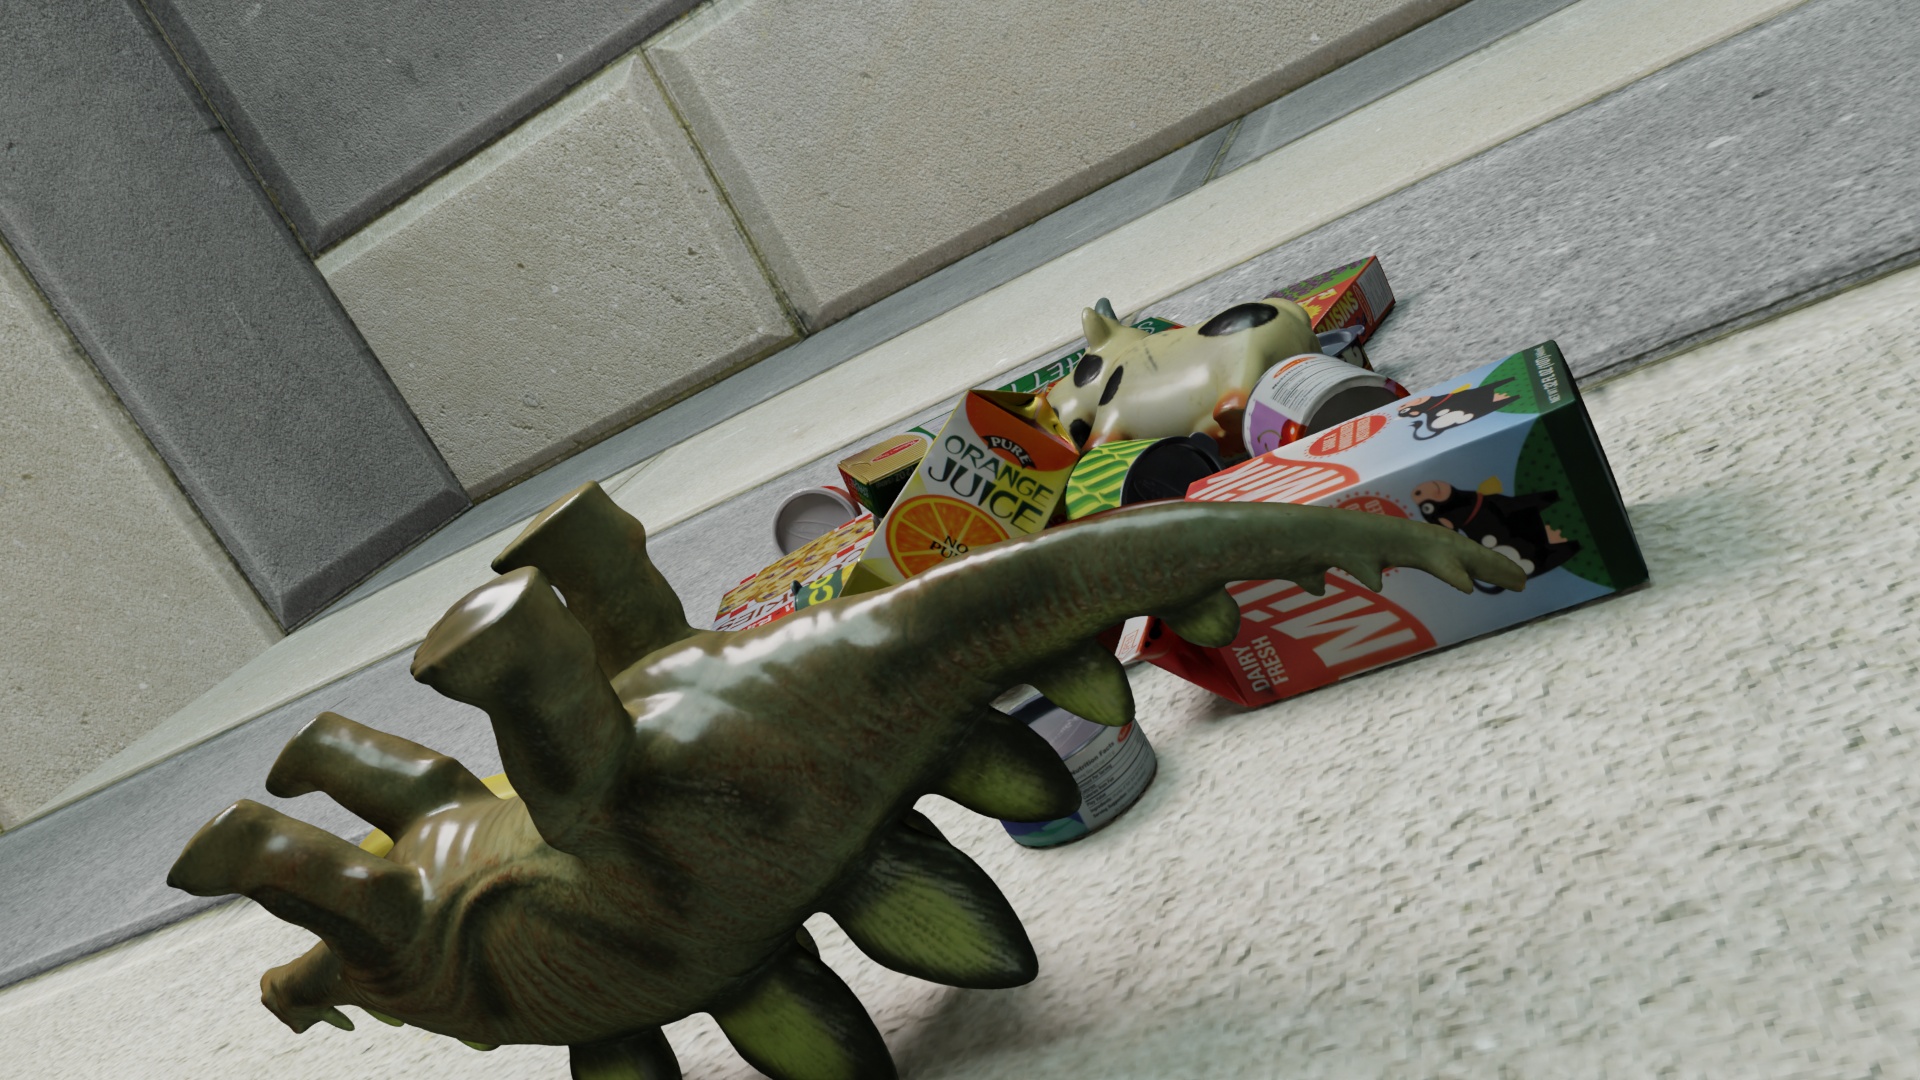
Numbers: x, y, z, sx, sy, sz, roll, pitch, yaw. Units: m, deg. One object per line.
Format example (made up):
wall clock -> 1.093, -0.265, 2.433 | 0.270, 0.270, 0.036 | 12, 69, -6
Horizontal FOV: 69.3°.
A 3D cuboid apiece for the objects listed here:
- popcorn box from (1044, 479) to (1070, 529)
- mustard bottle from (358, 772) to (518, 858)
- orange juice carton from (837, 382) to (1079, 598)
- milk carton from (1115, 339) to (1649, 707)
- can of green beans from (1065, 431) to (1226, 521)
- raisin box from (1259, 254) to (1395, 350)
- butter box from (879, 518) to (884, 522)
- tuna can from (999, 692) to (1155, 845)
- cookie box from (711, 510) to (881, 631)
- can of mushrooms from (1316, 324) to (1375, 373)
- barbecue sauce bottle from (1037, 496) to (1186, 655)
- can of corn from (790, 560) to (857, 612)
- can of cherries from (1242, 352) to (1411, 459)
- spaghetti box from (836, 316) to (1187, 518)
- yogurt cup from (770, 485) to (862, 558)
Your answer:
popcorn box -> 0.017, -0.002, 0.846 | 0.127, 0.038, 0.085 | -28, 14, 3
mustard bottle -> -0.248, 0.158, 0.762 | 0.160, 0.065, 0.049 | -24, 17, 4
orange juice carton -> 0.003, -0.009, 0.727 | 0.071, 0.073, 0.194 | -59, 1, 44
milk carton -> 0.147, 0.002, 0.528 | 0.190, 0.073, 0.073 | -22, 17, 25
can of green beans -> 0.095, -0.019, 0.706 | 0.071, 0.071, 0.058 | -35, 15, -20
raisin box -> 0.222, -0.136, 0.910 | 0.086, 0.040, 0.124 | -14, 22, 43
butter box -> -0.043, -0.020, 0.985 | 0.024, 0.053, 0.103 | -33, 15, -6
tuna can -> 0.037, 0.085, 0.535 | 0.071, 0.032, 0.071 | -27, 15, 8
cookie box -> -0.101, 0.042, 0.915 | 0.123, 0.040, 0.168 | -29, 14, 3
can of mushrooms -> 0.209, -0.095, 0.811 | 0.071, 0.033, 0.071 | -27, 14, 8
barbecue sauce bottle -> 0.101, 0.008, 0.621 | 0.148, 0.065, 0.044 | -18, 4, 8
can of corn -> -0.052, 0.042, 0.765 | 0.058, 0.071, 0.071 | -26, 15, 10
can of cherries -> 0.177, -0.049, 0.657 | 0.071, 0.071, 0.058 | -30, 21, -3
spaghetti box -> 0.042, -0.084, 0.902 | 0.251, 0.028, 0.050 | -26, 28, -17
yogurt cup -> -0.105, -0.011, 1.051 | 0.072, 0.072, 0.054 | -27, 7, 10
